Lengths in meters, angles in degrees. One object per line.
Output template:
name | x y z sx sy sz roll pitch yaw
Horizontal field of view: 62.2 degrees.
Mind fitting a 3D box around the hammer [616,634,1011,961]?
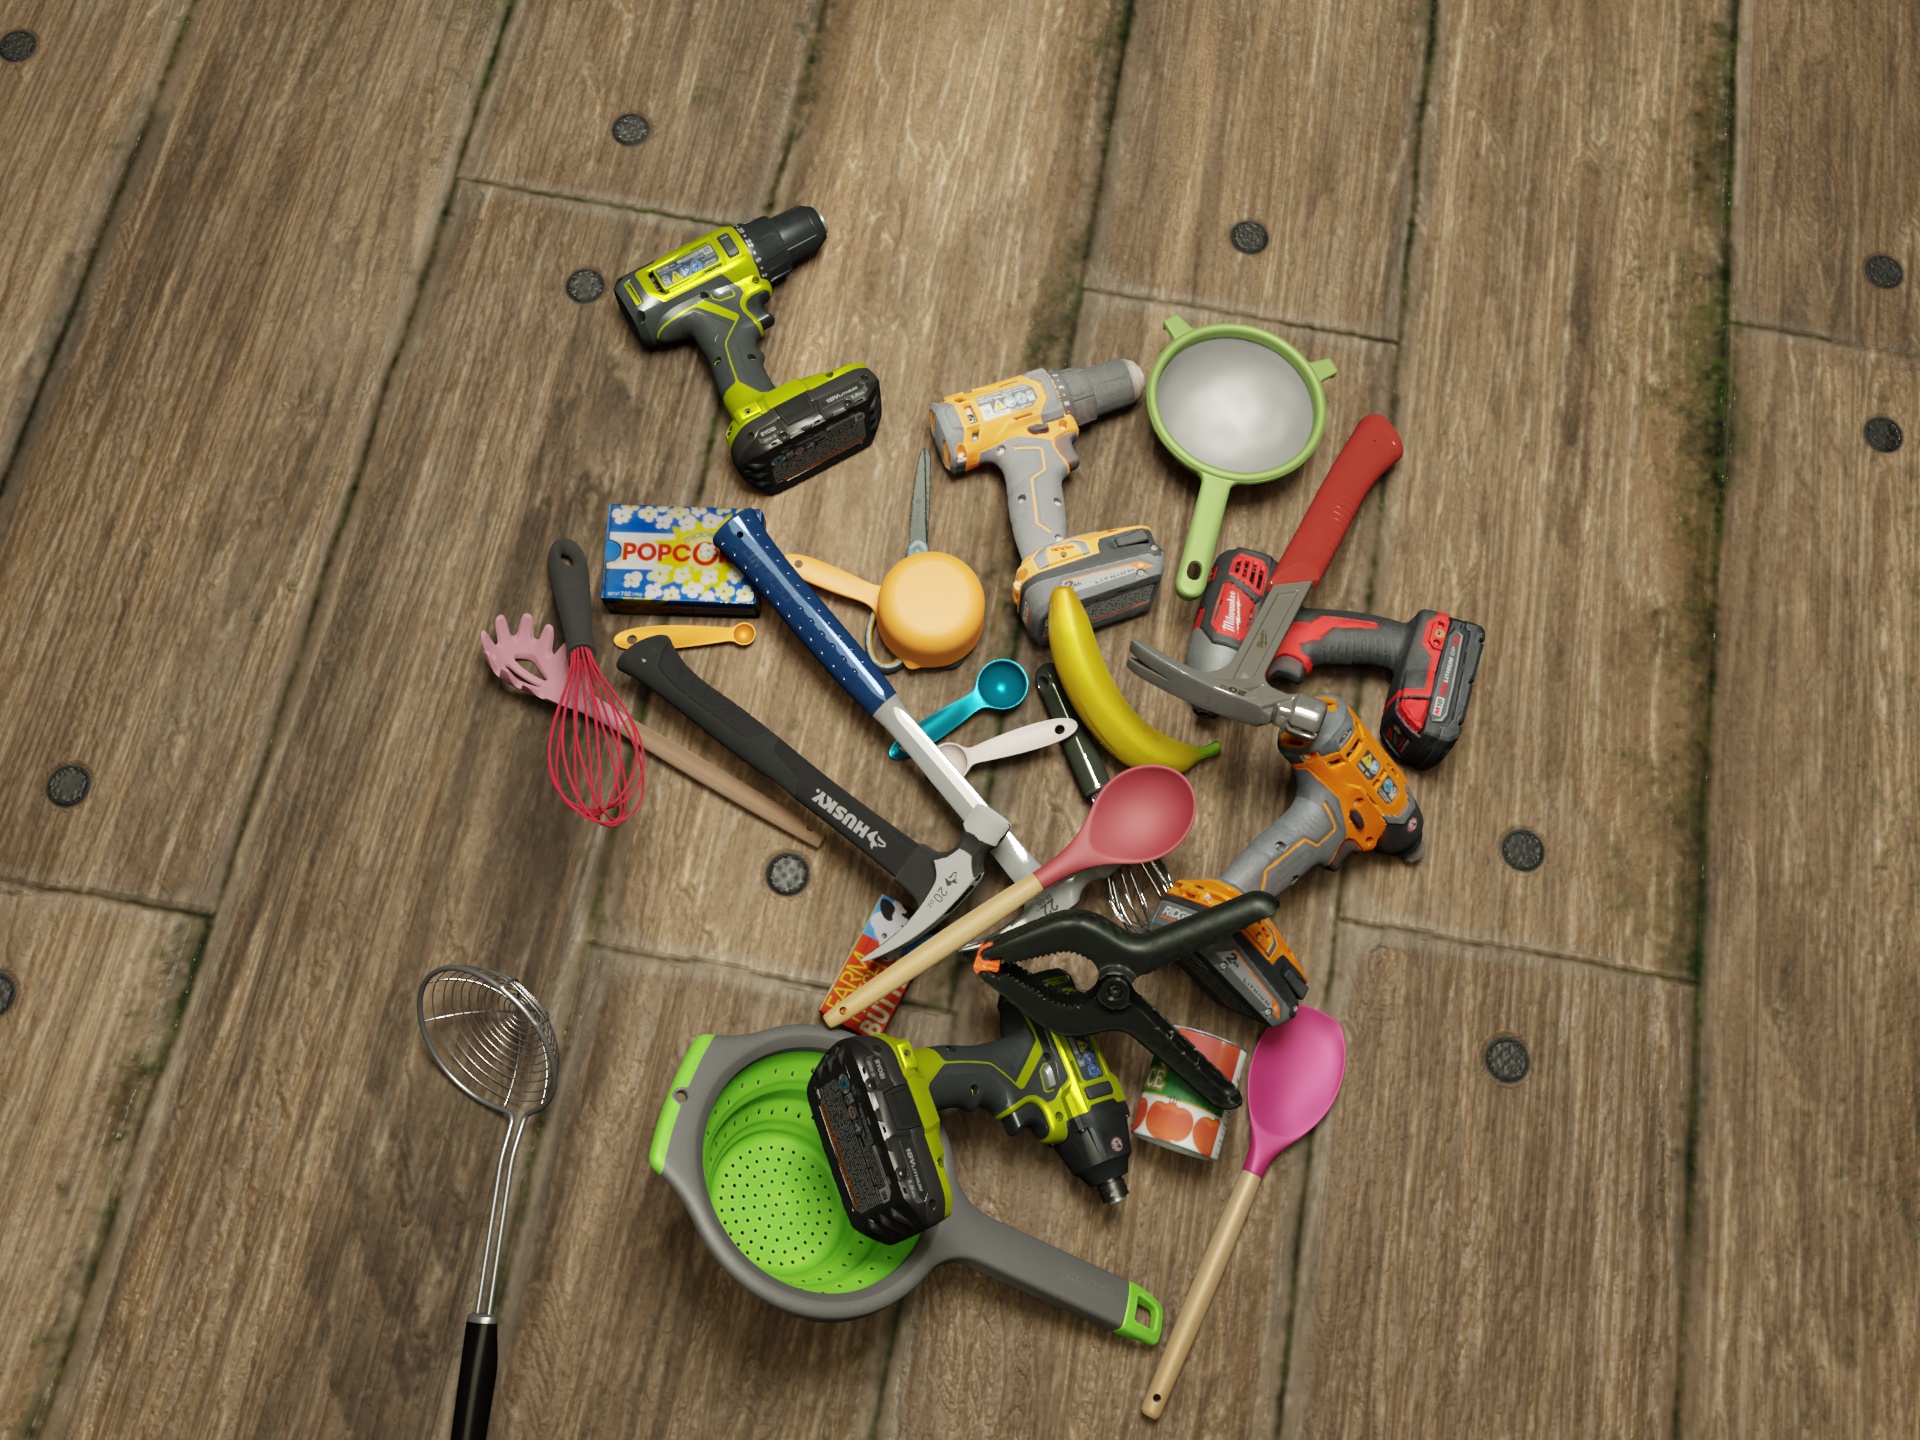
hammer | -0.133 0.043 1.216 0.335 0.035 0.146 36 94 15

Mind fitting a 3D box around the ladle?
ladle | 0.036 0.133 1.158 0.315 0.031 0.069 -33 77 -7

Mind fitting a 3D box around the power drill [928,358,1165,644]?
power drill | 0.095 -0.194 1.315 0.185 0.084 0.226 -19 70 -9

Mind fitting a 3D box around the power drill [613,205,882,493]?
power drill | -0.161 -0.325 1.350 0.190 0.080 0.229 -29 73 -10

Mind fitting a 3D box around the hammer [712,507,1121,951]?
hammer | -0.057 0.000 1.238 0.144 0.035 0.405 -42 81 6

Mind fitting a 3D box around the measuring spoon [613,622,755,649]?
measuring spoon | -0.225 -0.067 1.302 0.117 0.011 0.021 -3 72 1

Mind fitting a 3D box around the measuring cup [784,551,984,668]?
measuring cup | -0.063 -0.107 1.275 0.173 0.052 0.095 21 73 1

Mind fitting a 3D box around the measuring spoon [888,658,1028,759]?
measuring spoon | -0.002 -0.004 1.286 0.128 0.021 0.042 -32 77 -1

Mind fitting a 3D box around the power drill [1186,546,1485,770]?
power drill | 0.292 -0.044 1.274 0.219 0.078 0.143 18 71 7

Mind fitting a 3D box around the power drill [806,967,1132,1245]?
power drill | 0.019 0.277 1.117 0.223 0.080 0.171 -6 65 -38

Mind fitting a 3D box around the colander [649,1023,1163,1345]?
colander | -0.042 0.363 1.132 0.397 0.094 0.205 28 47 -11

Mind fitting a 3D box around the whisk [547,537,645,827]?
whisk | -0.291 -0.038 1.228 0.073 0.073 0.296 -14 52 -6

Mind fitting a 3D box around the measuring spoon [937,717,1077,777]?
measuring spoon | 0.034 0.023 1.264 0.124 0.018 0.034 -17 70 5

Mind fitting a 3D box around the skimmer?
skimmer | -0.351 0.359 1.121 0.127 0.090 0.363 -5 72 31

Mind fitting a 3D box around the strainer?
strainer | 0.212 -0.206 1.322 0.151 0.069 0.256 16 71 1

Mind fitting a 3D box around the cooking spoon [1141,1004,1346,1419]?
cooking spoon | 0.204 0.358 1.173 0.069 0.017 0.319 26 73 7

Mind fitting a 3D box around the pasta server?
pasta server | -0.243 0.013 1.260 0.316 0.040 0.060 30 48 6

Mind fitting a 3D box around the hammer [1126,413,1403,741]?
hammer | 0.265 -0.133 1.255 0.149 0.036 0.359 23 52 14

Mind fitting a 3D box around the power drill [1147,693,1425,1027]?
power drill | 0.261 0.115 1.204 0.164 0.084 0.226 45 74 -26

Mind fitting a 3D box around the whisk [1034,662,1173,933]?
whisk | 0.112 0.063 1.254 0.059 0.057 0.246 -6 65 -40
